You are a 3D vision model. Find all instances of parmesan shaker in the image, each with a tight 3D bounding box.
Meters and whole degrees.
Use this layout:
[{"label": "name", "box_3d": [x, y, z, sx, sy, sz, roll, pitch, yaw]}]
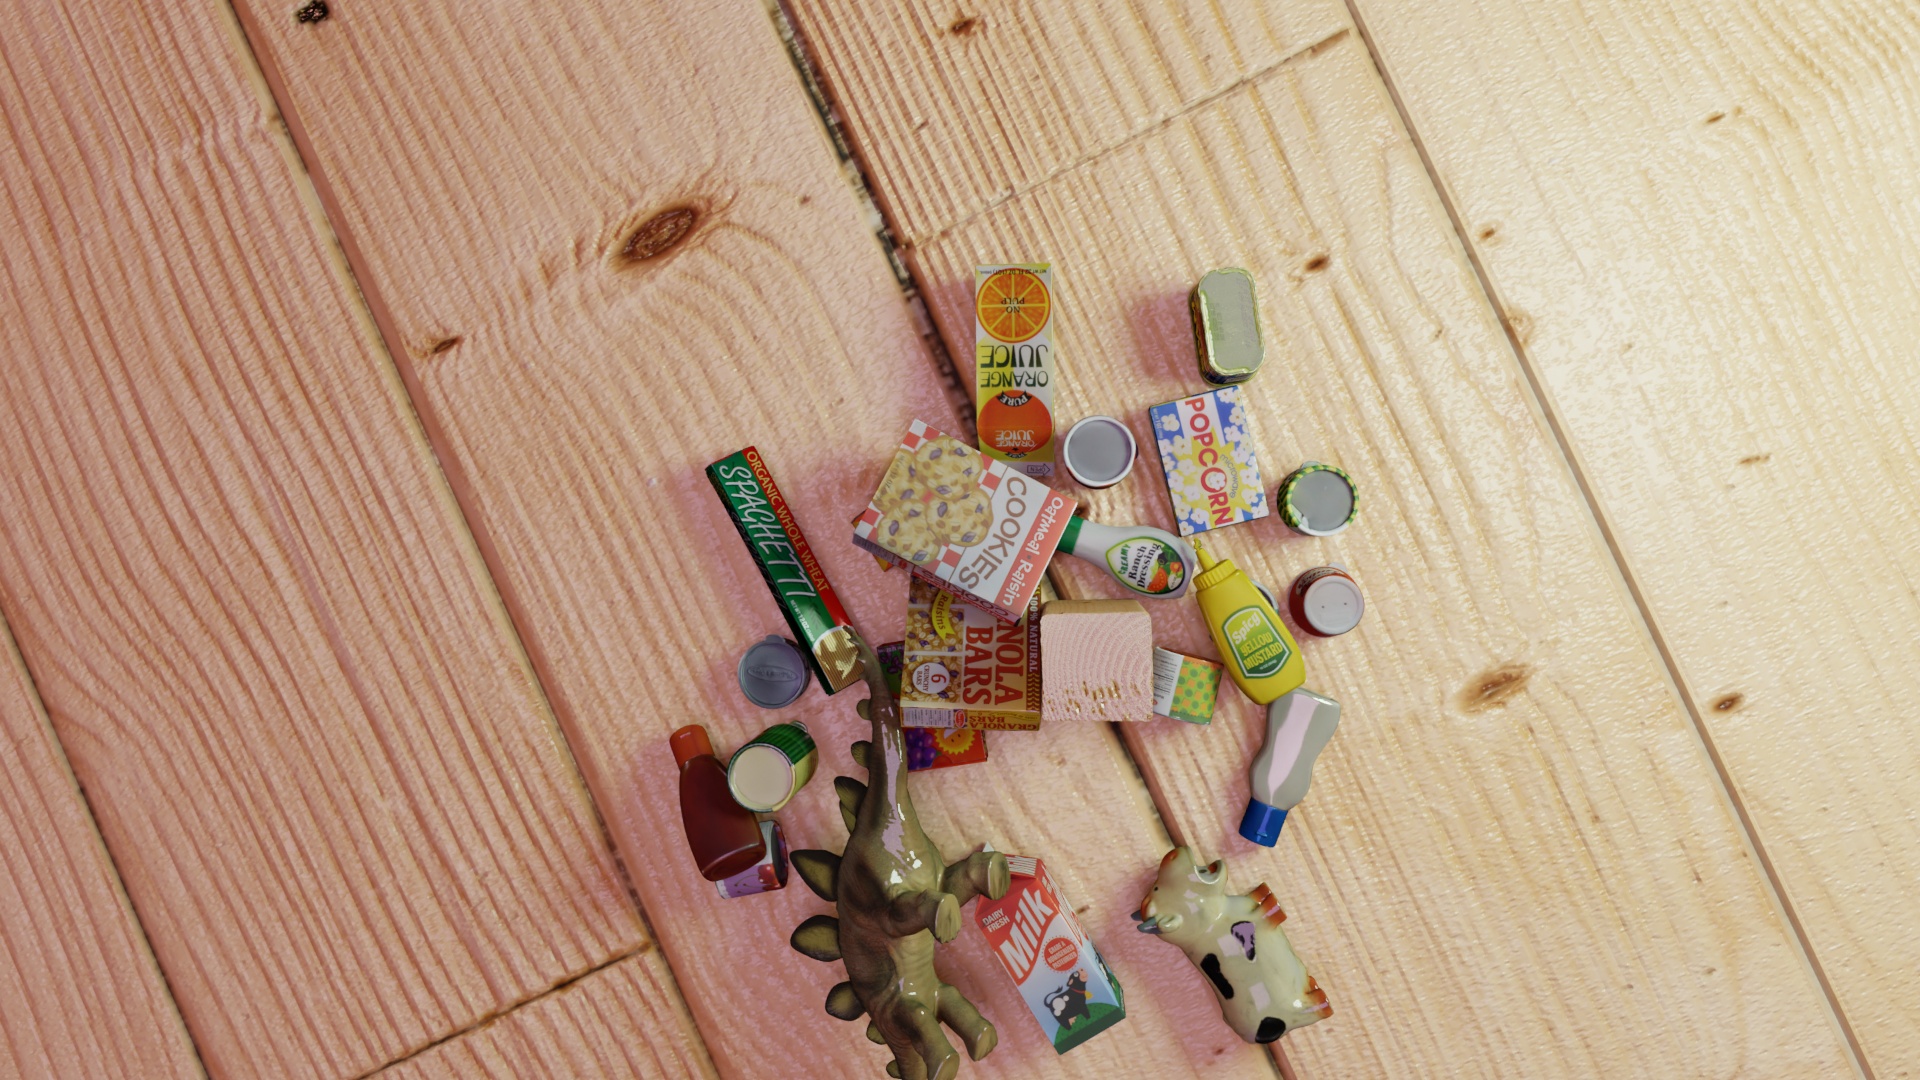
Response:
[{"label": "parmesan shaker", "box_3d": [-0.174, 0.208, 1.295, 0.071, 0.103, 0.071, 0, 90, 5]}]

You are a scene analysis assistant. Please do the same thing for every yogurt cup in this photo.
[{"label": "yogurt cup", "box_3d": [0.339, 0.058, 1.277, 0.072, 0.054, 0.072, 0, 91, 5]}]

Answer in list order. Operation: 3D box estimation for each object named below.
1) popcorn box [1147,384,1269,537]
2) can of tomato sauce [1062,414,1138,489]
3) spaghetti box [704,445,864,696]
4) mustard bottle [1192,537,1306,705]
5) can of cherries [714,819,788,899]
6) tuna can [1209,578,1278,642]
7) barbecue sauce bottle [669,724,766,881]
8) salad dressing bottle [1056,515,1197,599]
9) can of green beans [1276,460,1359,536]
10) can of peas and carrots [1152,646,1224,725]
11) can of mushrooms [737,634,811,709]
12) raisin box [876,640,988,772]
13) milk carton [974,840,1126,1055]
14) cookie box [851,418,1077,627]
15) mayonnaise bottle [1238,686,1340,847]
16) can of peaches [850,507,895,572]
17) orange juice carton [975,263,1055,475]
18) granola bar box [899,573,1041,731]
[{"label": "popcorn box", "box_3d": [0.230, -0.073, 1.293, 0.085, 0.038, 0.126, -14, 89, 4]}, {"label": "can of tomato sauce", "box_3d": [0.129, -0.080, 1.279, 0.071, 0.083, 0.071, 0, 91, 5]}, {"label": "spaghetti box", "box_3d": [-0.162, 0.027, 1.321, 0.050, 0.028, 0.250, -28, 88, -26]}, {"label": "mustard bottle", "box_3d": [0.249, 0.069, 1.252, 0.065, 0.049, 0.160, -31, 88, 2]}, {"label": "can of cherries", "box_3d": [-0.199, 0.303, 1.318, 0.058, 0.071, 0.071, -11, 90, 4]}, {"label": "tuna can", "box_3d": [0.260, 0.069, 1.294, 0.071, 0.033, 0.071, 0, 90, 4]}, {"label": "barbecue sauce bottle", "box_3d": [-0.233, 0.240, 1.296, 0.065, 0.043, 0.149, -24, 55, -9]}, {"label": "salad dressing bottle", "box_3d": [0.144, 0.009, 1.297, 0.148, 0.044, 0.064, 19, 105, 7]}, {"label": "can of green beans", "box_3d": [0.328, -0.036, 1.276, 0.071, 0.058, 0.071, 0, 90, 5]}, {"label": "can of peas and carrots", "box_3d": [0.207, 0.134, 1.284, 0.071, 0.071, 0.058, 14, 91, 4]}, {"label": "can of mushrooms", "box_3d": [-0.177, 0.124, 1.330, 0.071, 0.033, 0.071, 0, 90, 5]}, {"label": "raisin box", "box_3d": [-0.025, 0.152, 1.315, 0.086, 0.040, 0.123, -10, 90, 4]}, {"label": "milk carton", "box_3d": [0.072, 0.368, 1.291, 0.073, 0.072, 0.190, -32, 88, 5]}, {"label": "cookie box", "box_3d": [0.004, -0.016, 1.251, 0.167, 0.040, 0.123, 27, 73, 0]}, {"label": "mayonnaise bottle", "box_3d": [0.299, 0.209, 1.288, 0.065, 0.041, 0.148, 20, 93, 6]}, {"label": "can of peaches", "box_3d": [-0.059, -0.012, 1.301, 0.071, 0.071, 0.058, -33, 89, 4]}, {"label": "orange juice carton", "box_3d": [0.051, -0.156, 1.290, 0.072, 0.073, 0.192, -1, 91, 5]}, {"label": "granola bar box", "box_3d": [0.011, 0.093, 1.262, 0.124, 0.038, 0.166, 2, 51, 1]}]
